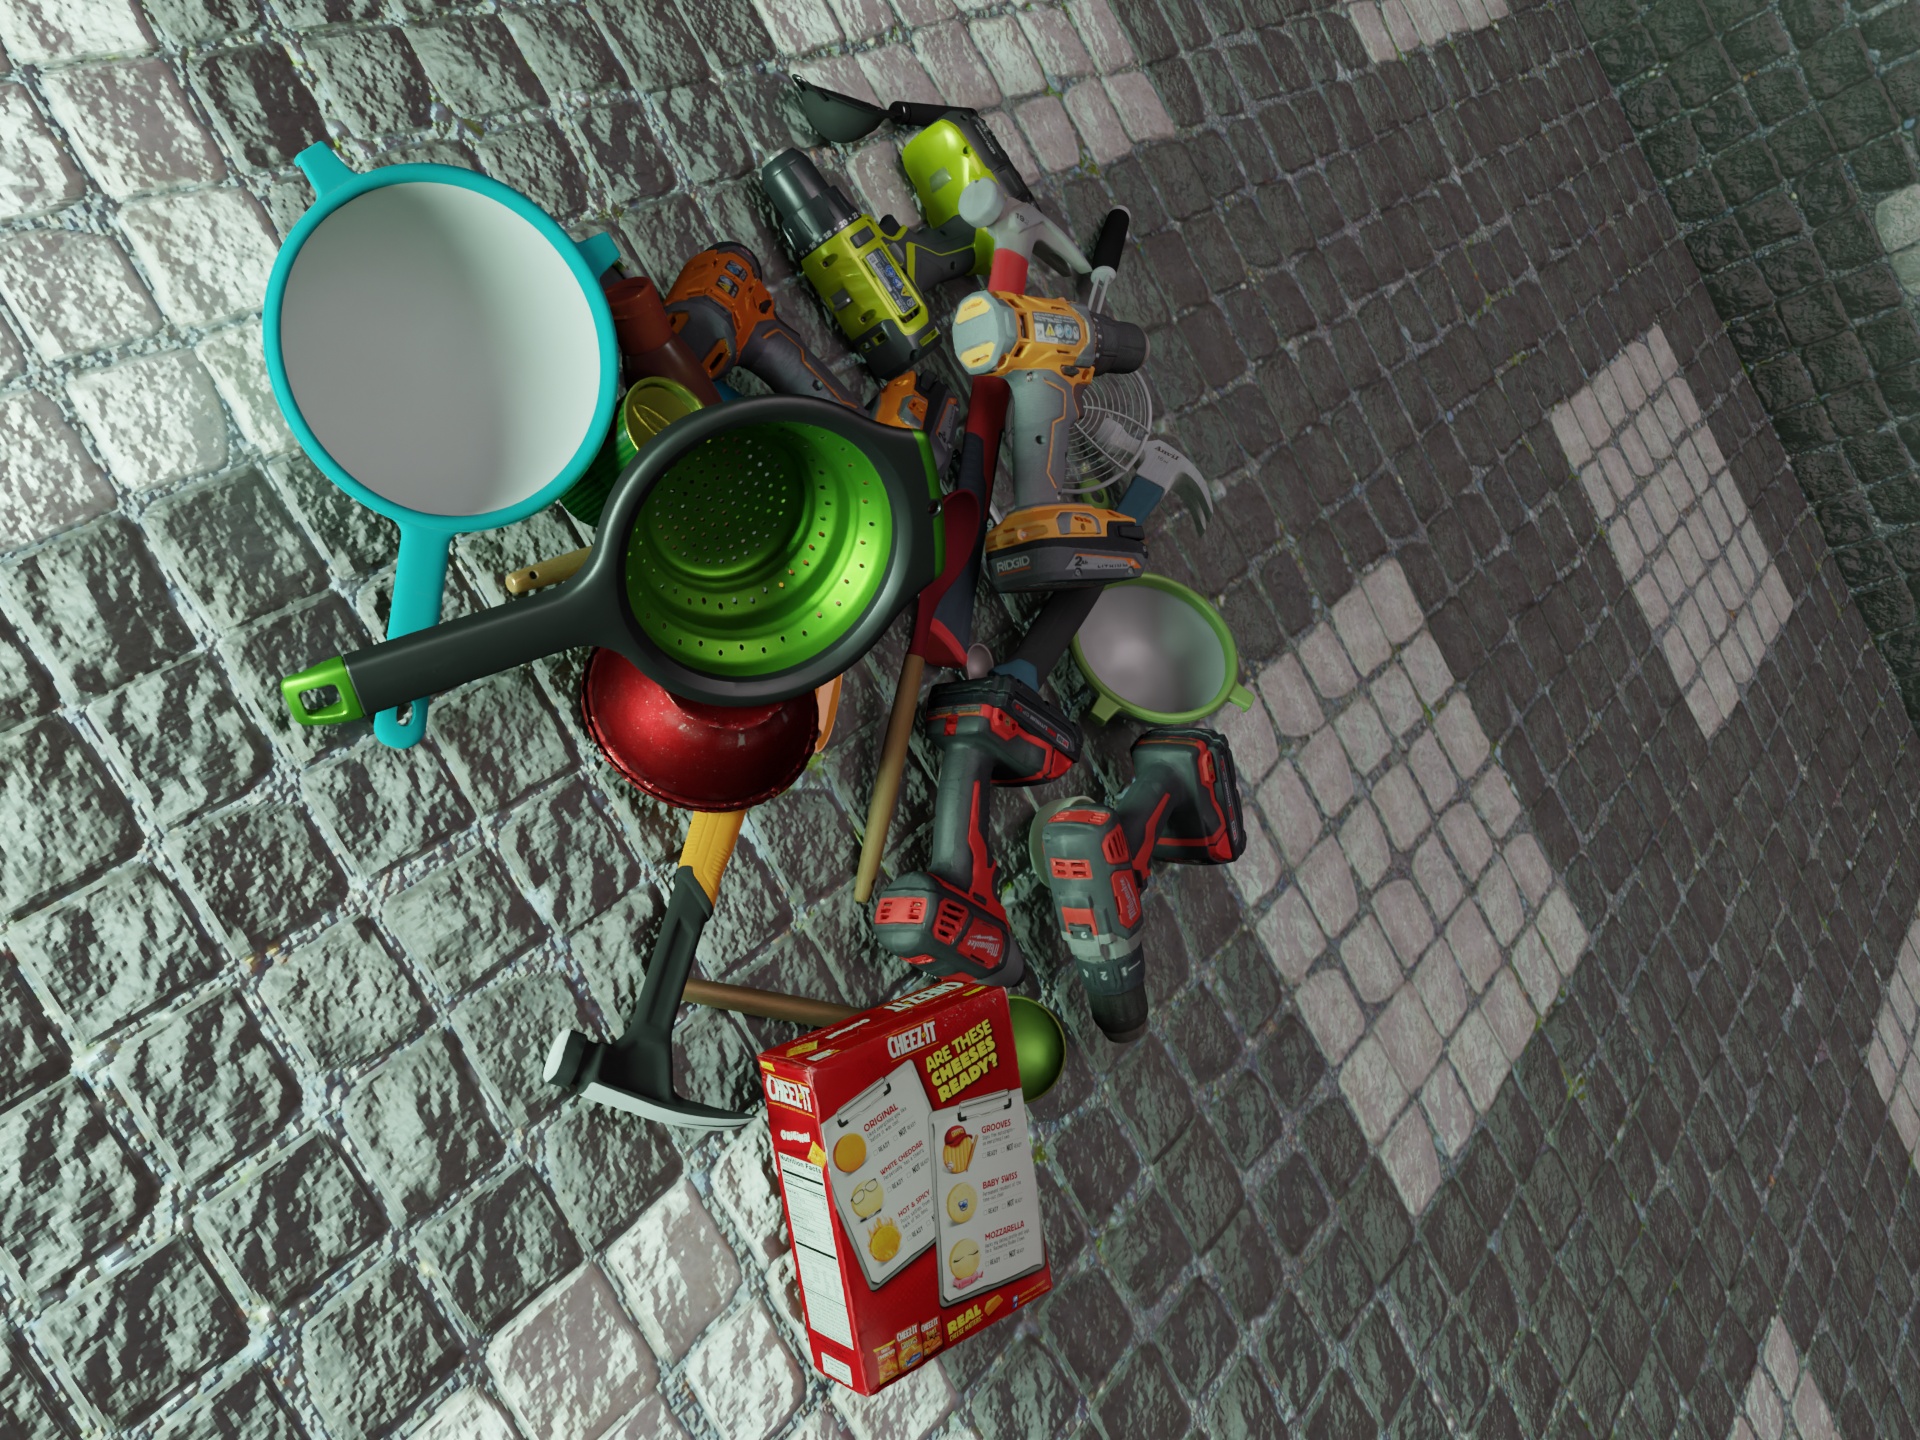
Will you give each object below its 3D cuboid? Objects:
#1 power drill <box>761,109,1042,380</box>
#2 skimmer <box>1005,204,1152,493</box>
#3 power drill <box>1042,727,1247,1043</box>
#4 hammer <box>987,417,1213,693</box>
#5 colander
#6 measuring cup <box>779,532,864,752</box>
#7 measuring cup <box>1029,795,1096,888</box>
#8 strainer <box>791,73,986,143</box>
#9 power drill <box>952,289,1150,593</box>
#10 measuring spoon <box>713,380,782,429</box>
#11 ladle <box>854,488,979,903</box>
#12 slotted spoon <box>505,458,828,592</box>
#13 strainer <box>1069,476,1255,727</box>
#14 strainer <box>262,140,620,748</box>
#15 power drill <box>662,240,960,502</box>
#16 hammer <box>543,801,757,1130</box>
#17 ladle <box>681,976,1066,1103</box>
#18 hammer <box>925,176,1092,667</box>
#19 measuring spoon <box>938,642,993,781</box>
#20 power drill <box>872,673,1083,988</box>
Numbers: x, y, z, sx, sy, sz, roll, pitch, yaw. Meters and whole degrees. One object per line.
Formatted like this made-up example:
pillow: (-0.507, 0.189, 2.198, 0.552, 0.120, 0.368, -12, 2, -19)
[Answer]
power drill: (-0.047, -0.408, 1.300, 0.190, 0.080, 0.228, 55, 50, -14)
skimmer: (0.125, -0.346, 1.441, 0.364, 0.127, 0.090, -74, 156, -45)
power drill: (0.145, 0.121, 1.238, 0.227, 0.080, 0.187, -39, 122, -51)
hammer: (0.110, -0.127, 1.323, 0.128, 0.033, 0.331, 29, 54, 8)
colander: (-0.207, -0.091, 0.959, 0.397, 0.095, 0.204, -20, 128, -17)
measuring cup: (-0.098, -0.056, 1.143, 0.095, 0.052, 0.174, 16, 72, -22)
measuring cup: (0.099, 0.136, 1.271, 0.083, 0.038, 0.167, -50, 127, -46)
strainer: (-0.057, -0.516, 1.355, 0.087, 0.050, 0.258, 33, 32, 27)
power drill: (0.088, -0.218, 1.245, 0.185, 0.084, 0.226, -7, 89, -41)
measuring spoon: (-0.179, -0.234, 1.164, 0.128, 0.021, 0.042, 30, 45, -41)
ladle: (-0.037, -0.021, 1.163, 0.069, 0.031, 0.315, 32, 67, -58)
slotted spoon: (-0.181, -0.134, 1.116, 0.314, 0.031, 0.070, -25, 91, -43)
strainer: (0.140, -0.092, 1.372, 0.151, 0.069, 0.257, -6, 59, -21)
strainer: (-0.330, -0.156, 0.960, 0.210, 0.095, 0.340, 7, 91, -39)
power drill: (-0.111, -0.261, 1.170, 0.226, 0.084, 0.164, 34, 34, -19)
hammer: (-0.158, 0.094, 1.031, 0.127, 0.034, 0.337, 24, 56, -18)
ladle: (-0.062, 0.206, 1.081, 0.320, 0.062, 0.078, 18, 79, -34)
hammer: (0.028, -0.227, 1.277, 0.143, 0.038, 0.386, 21, 74, -48)
measuring spoon: (-0.002, -0.004, 1.241, 0.034, 0.018, 0.124, 38, 59, -41)
power drill: (0.017, 0.089, 1.173, 0.143, 0.078, 0.220, 36, 58, -42)
